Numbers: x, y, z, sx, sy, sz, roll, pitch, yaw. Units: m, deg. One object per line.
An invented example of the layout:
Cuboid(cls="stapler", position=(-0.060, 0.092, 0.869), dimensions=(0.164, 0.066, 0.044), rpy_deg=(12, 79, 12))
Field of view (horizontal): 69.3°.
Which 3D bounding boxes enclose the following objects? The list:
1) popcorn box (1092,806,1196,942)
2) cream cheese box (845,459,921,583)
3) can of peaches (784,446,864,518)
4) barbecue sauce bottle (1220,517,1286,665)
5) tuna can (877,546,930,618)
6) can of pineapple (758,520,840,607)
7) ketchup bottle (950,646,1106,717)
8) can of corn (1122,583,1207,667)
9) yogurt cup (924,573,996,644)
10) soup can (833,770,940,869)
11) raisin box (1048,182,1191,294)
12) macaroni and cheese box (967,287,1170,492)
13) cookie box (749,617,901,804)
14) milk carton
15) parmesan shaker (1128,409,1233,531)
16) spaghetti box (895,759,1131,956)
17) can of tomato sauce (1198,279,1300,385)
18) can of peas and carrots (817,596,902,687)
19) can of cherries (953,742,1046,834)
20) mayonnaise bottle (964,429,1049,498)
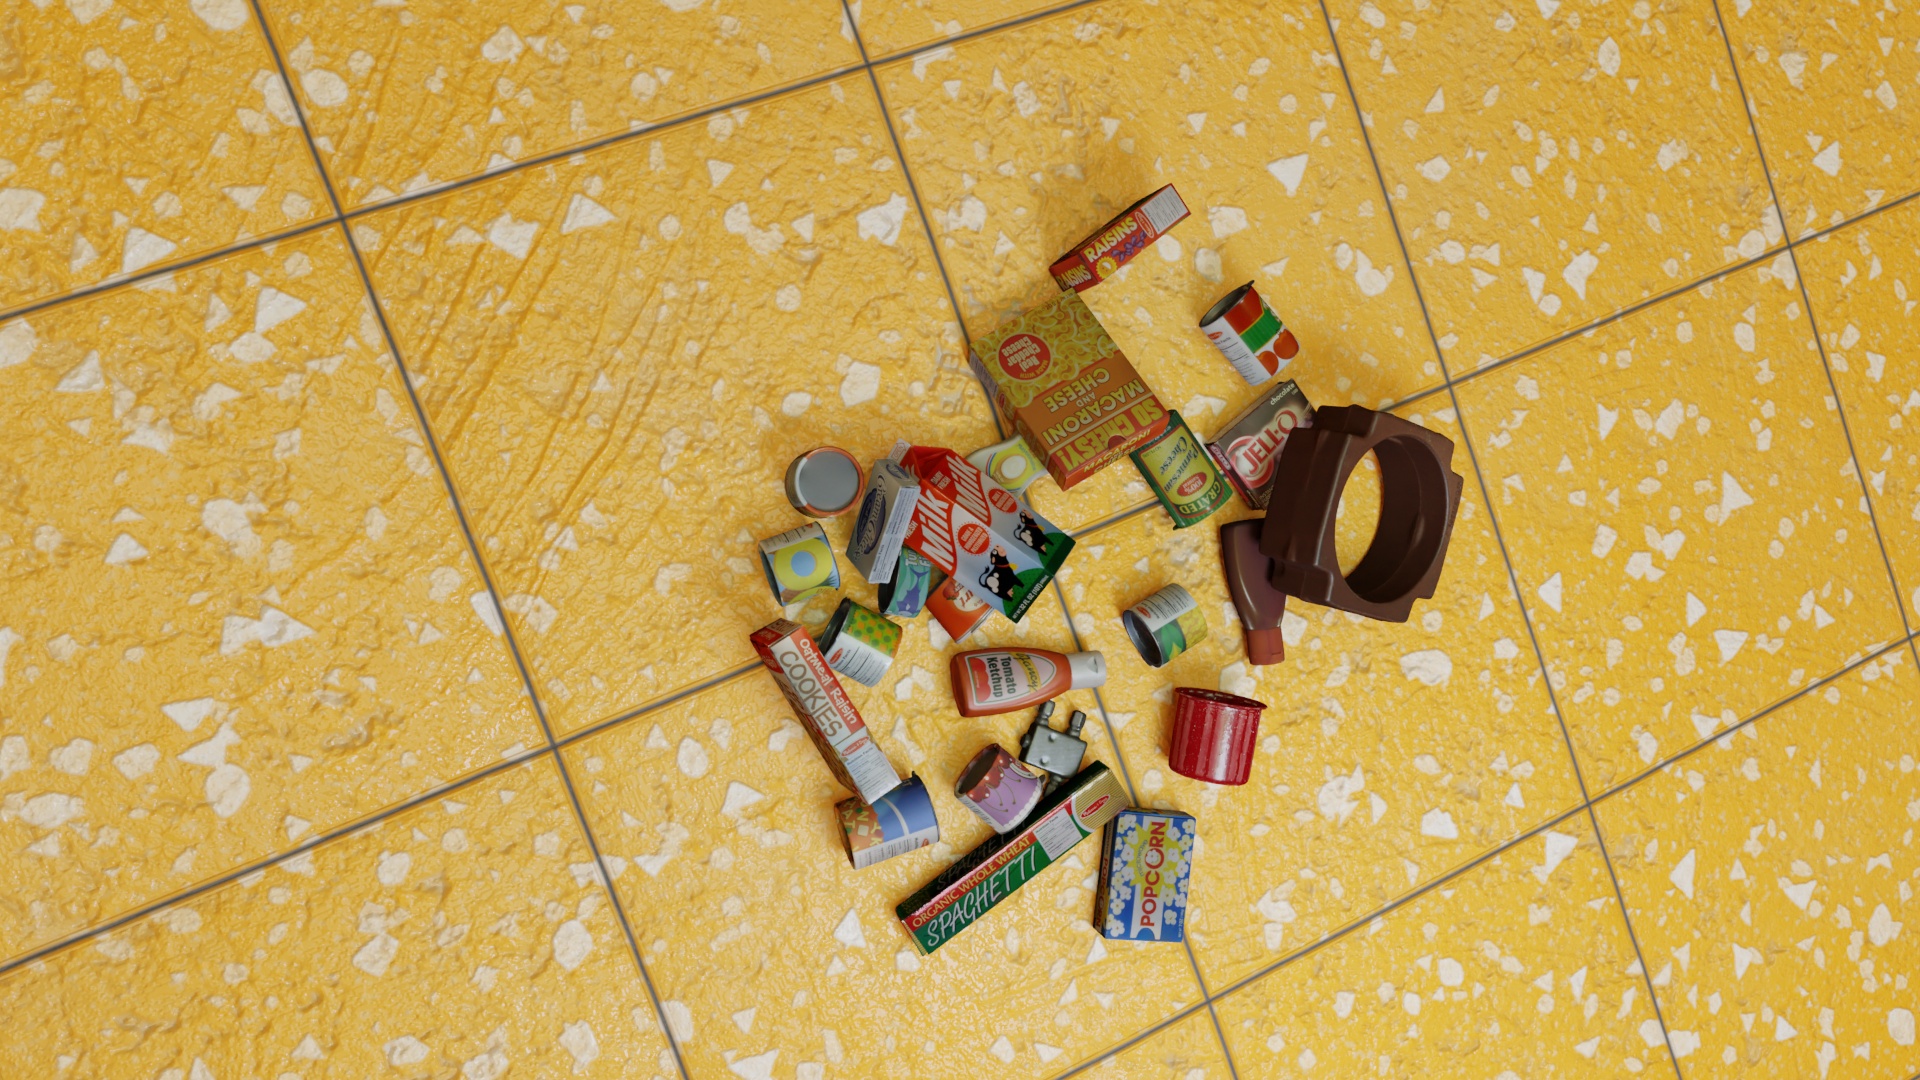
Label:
Cuboid(cls="popcorn box", position=(0.184, 0.333, 1.389), dimensions=(0.085, 0.038, 0.126), rpy_deg=(8, 87, -17))
Cuboid(cls="cream cheese box", position=(-0.071, -0.017, 1.273), dimensions=(0.024, 0.053, 0.103), rpy_deg=(2, 119, -36))
Cuboid(cls="can of peaches", position=(-0.125, -0.054, 1.296), dimensions=(0.071, 0.058, 0.071), rpy_deg=(0, 89, -15))
Cuboid(cls="barbecue sauce bottle", position=(0.306, 0.052, 1.425), dimensions=(0.065, 0.043, 0.148), rpy_deg=(-8, 92, -22))
Cuboid(cls="tuna can", position=(-0.052, 0.037, 1.310), dimensions=(0.033, 0.071, 0.071), rpy_deg=(12, 87, -17))
Cuboid(cls="can of pineapple", position=(-0.149, 0.024, 1.284), dimensions=(0.058, 0.071, 0.071), rpy_deg=(-20, 95, -15))
Cuboid(cls="ketchup bottle", position=(0.067, 0.133, 1.354), dimensions=(0.149, 0.043, 0.065), rpy_deg=(-5, 70, -17))
Cuboid(cls="can of corn", position=(0.205, 0.086, 1.385), dimensions=(0.058, 0.071, 0.071), rpy_deg=(-30, 97, -14))
Cuboid(cls="yogurt cup", position=(0.001, 0.057, 1.328), dimensions=(0.054, 0.072, 0.072), rpy_deg=(43, 79, -3))
Cuboid(cls="soup can", position=(-0.071, 0.262, 1.304), dimensions=(0.084, 0.071, 0.071), rpy_deg=(-16, 94, -15))
Cuboid(cls="raisin box", position=(0.155, -0.294, 1.364), dimensions=(0.123, 0.086, 0.040), rpy_deg=(-39, 101, -13))
Cuboid(cls="macaroni and cheese box", position=(0.103, -0.147, 1.338), dimensions=(0.124, 0.040, 0.167), rpy_deg=(-31, 73, -14))
Cuboid(cls="cookie box", position=(-0.126, 0.152, 1.258), dimensions=(0.040, 0.123, 0.167), rpy_deg=(-33, 98, -14))
Cuboid(cls="milk carton", position=(0.005, -0.016, 1.299), dimensions=(0.190, 0.074, 0.072), rpy_deg=(36, 125, 2))
Cuboid(cls="parmesan shaker", position=(0.214, -0.070, 1.389), dimensions=(0.071, 0.071, 0.103), rpy_deg=(-38, 99, -13))
Cuboid(cls="spaghetti box", position=(0.051, 0.305, 1.344), dimensions=(0.250, 0.029, 0.050), rpy_deg=(-34, 111, -10))
Cuboid(cls="can of tomato sauce", position=(0.296, -0.210, 1.413), dimensions=(0.071, 0.071, 0.083), rpy_deg=(-45, 102, -12))
Cuboid(cls="can of peas and carrots", position=(-0.094, 0.095, 1.300), dimensions=(0.059, 0.071, 0.071), rpy_deg=(29, 82, -14))
Cuboid(cls="can of cherries", position=(0.038, 0.236, 1.334), dimensions=(0.058, 0.071, 0.071), rpy_deg=(41, 79, -11))
Cuboid(cls="mayonnaise bottle", position=(0.069, -0.086, 1.360), dimensions=(0.148, 0.041, 0.064), rpy_deg=(-35, 96, -13))
